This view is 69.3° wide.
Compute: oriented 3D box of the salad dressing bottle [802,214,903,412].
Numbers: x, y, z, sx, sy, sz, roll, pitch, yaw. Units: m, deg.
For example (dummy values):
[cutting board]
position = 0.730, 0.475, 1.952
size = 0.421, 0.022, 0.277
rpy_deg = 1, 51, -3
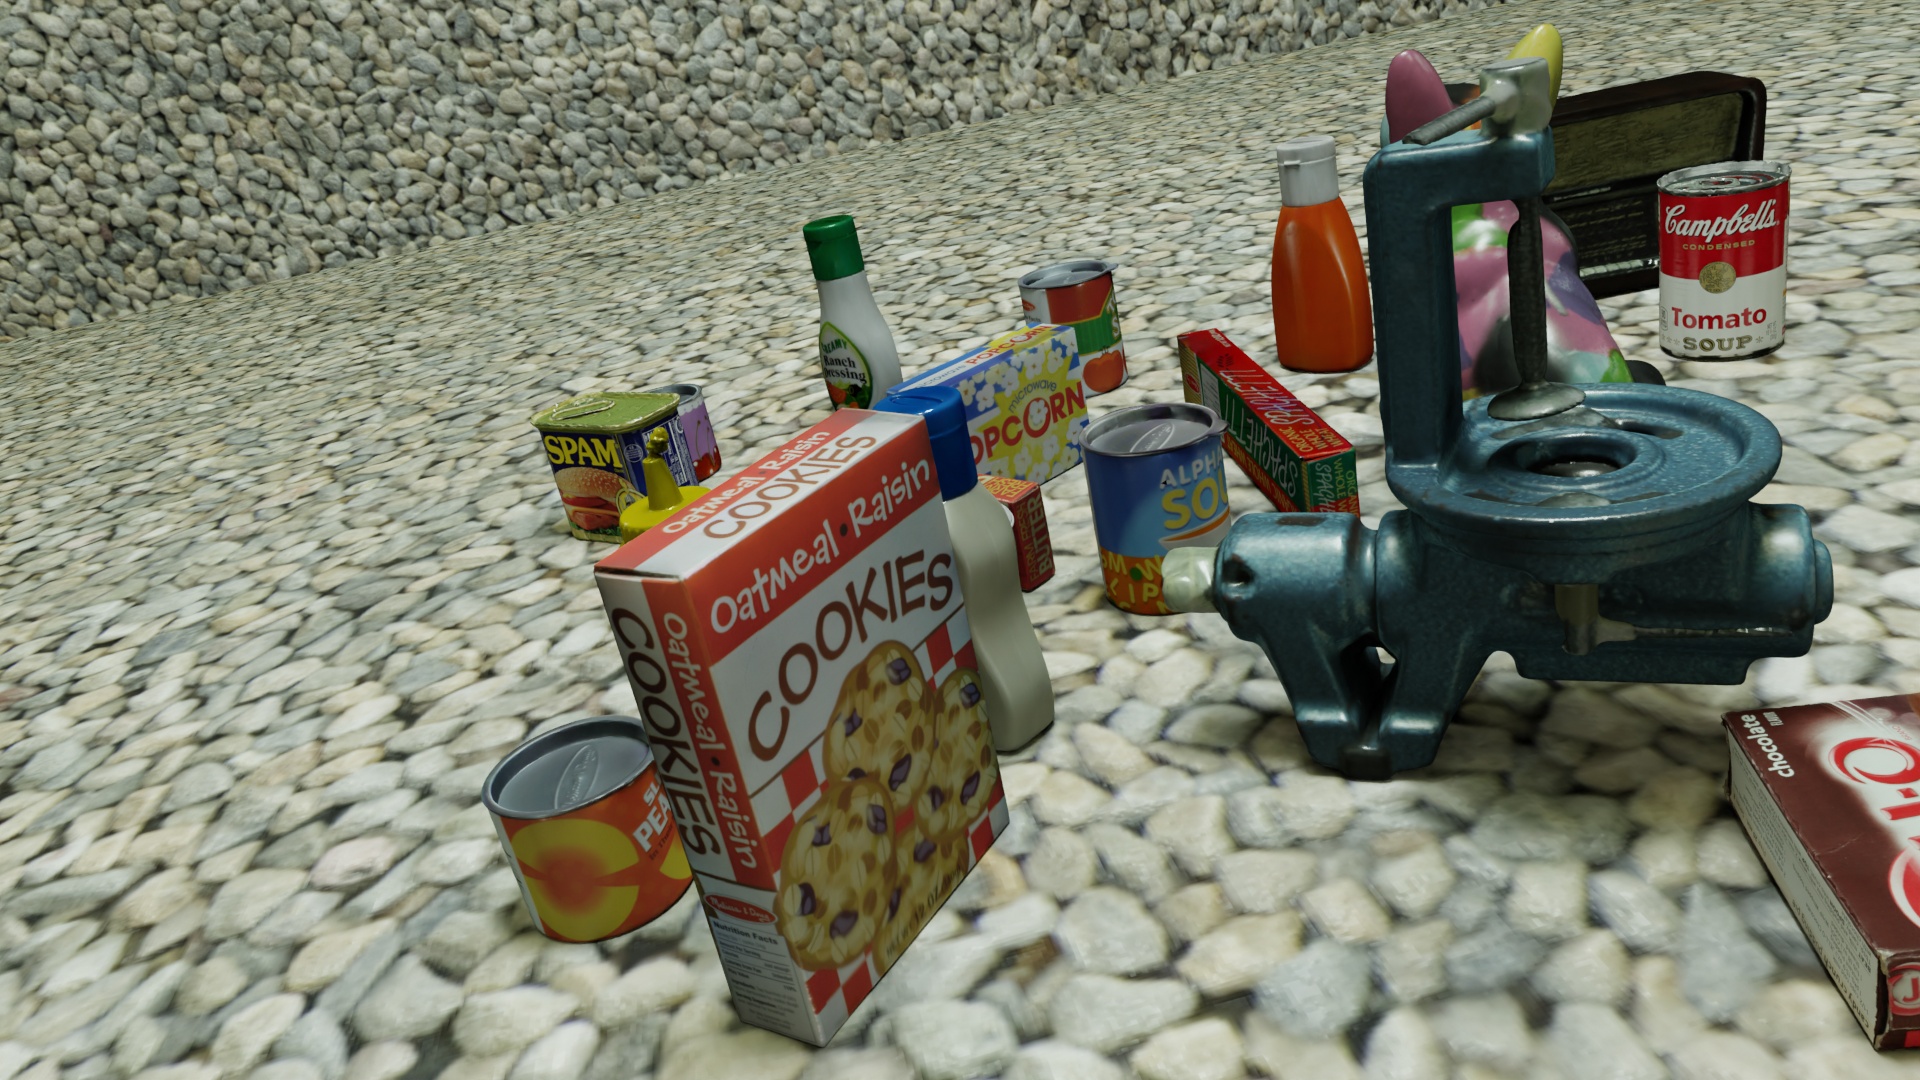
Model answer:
[salad dressing bottle]
position = -0.078, -0.155, 0.990
size = 0.064, 0.147, 0.044
rpy_deg = 12, 32, 44

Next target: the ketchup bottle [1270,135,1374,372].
[ketchup bottle]
position = 0.232, -0.186, 0.908
size = 0.065, 0.148, 0.044
rpy_deg = 10, 31, 42

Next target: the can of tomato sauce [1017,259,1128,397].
[can of tomato sauce]
position = 0.082, -0.149, 0.980
size = 0.071, 0.082, 0.071
rpy_deg = -10, 23, 4

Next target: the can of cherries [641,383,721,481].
[can of cherries]
position = -0.208, -0.071, 0.971
size = 0.071, 0.058, 0.072
rpy_deg = -10, 23, 4

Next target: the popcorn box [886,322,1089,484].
[popcorn box]
position = 0.020, -0.069, 0.822
size = 0.127, 0.085, 0.038
rpy_deg = -30, 28, -36

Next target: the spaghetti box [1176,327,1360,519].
[spaghetti box]
position = 0.169, -0.066, 0.788
size = 0.029, 0.050, 0.251
rpy_deg = -13, 23, -1

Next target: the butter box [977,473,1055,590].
[butter box]
position = 0.003, -0.009, 0.733
size = 0.103, 0.053, 0.024
rpy_deg = 13, 33, 45

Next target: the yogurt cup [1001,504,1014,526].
[yogurt cup]
position = -0.003, 0.017, 0.674
size = 0.072, 0.053, 0.073
rpy_deg = -10, 23, 4

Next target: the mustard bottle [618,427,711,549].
[mustard bottle]
position = -0.105, 0.031, 0.556
size = 0.065, 0.159, 0.049
rpy_deg = 4, 27, 34

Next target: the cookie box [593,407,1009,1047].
[cookie box]
position = -0.043, 0.056, 0.458
size = 0.040, 0.166, 0.123
rpy_deg = 4, 27, 33

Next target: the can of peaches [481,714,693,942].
[can of peaches]
position = -0.136, 0.107, 0.524
size = 0.071, 0.057, 0.071
rpy_deg = -10, 23, 4

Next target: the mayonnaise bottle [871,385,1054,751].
[mayonnaise bottle]
position = -0.003, 0.012, 0.565
size = 0.065, 0.147, 0.041
rpy_deg = 11, 32, 44

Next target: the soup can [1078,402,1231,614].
[soup can]
position = 0.098, -0.016, 0.662
size = 0.071, 0.083, 0.071
rpy_deg = -10, 23, 4
